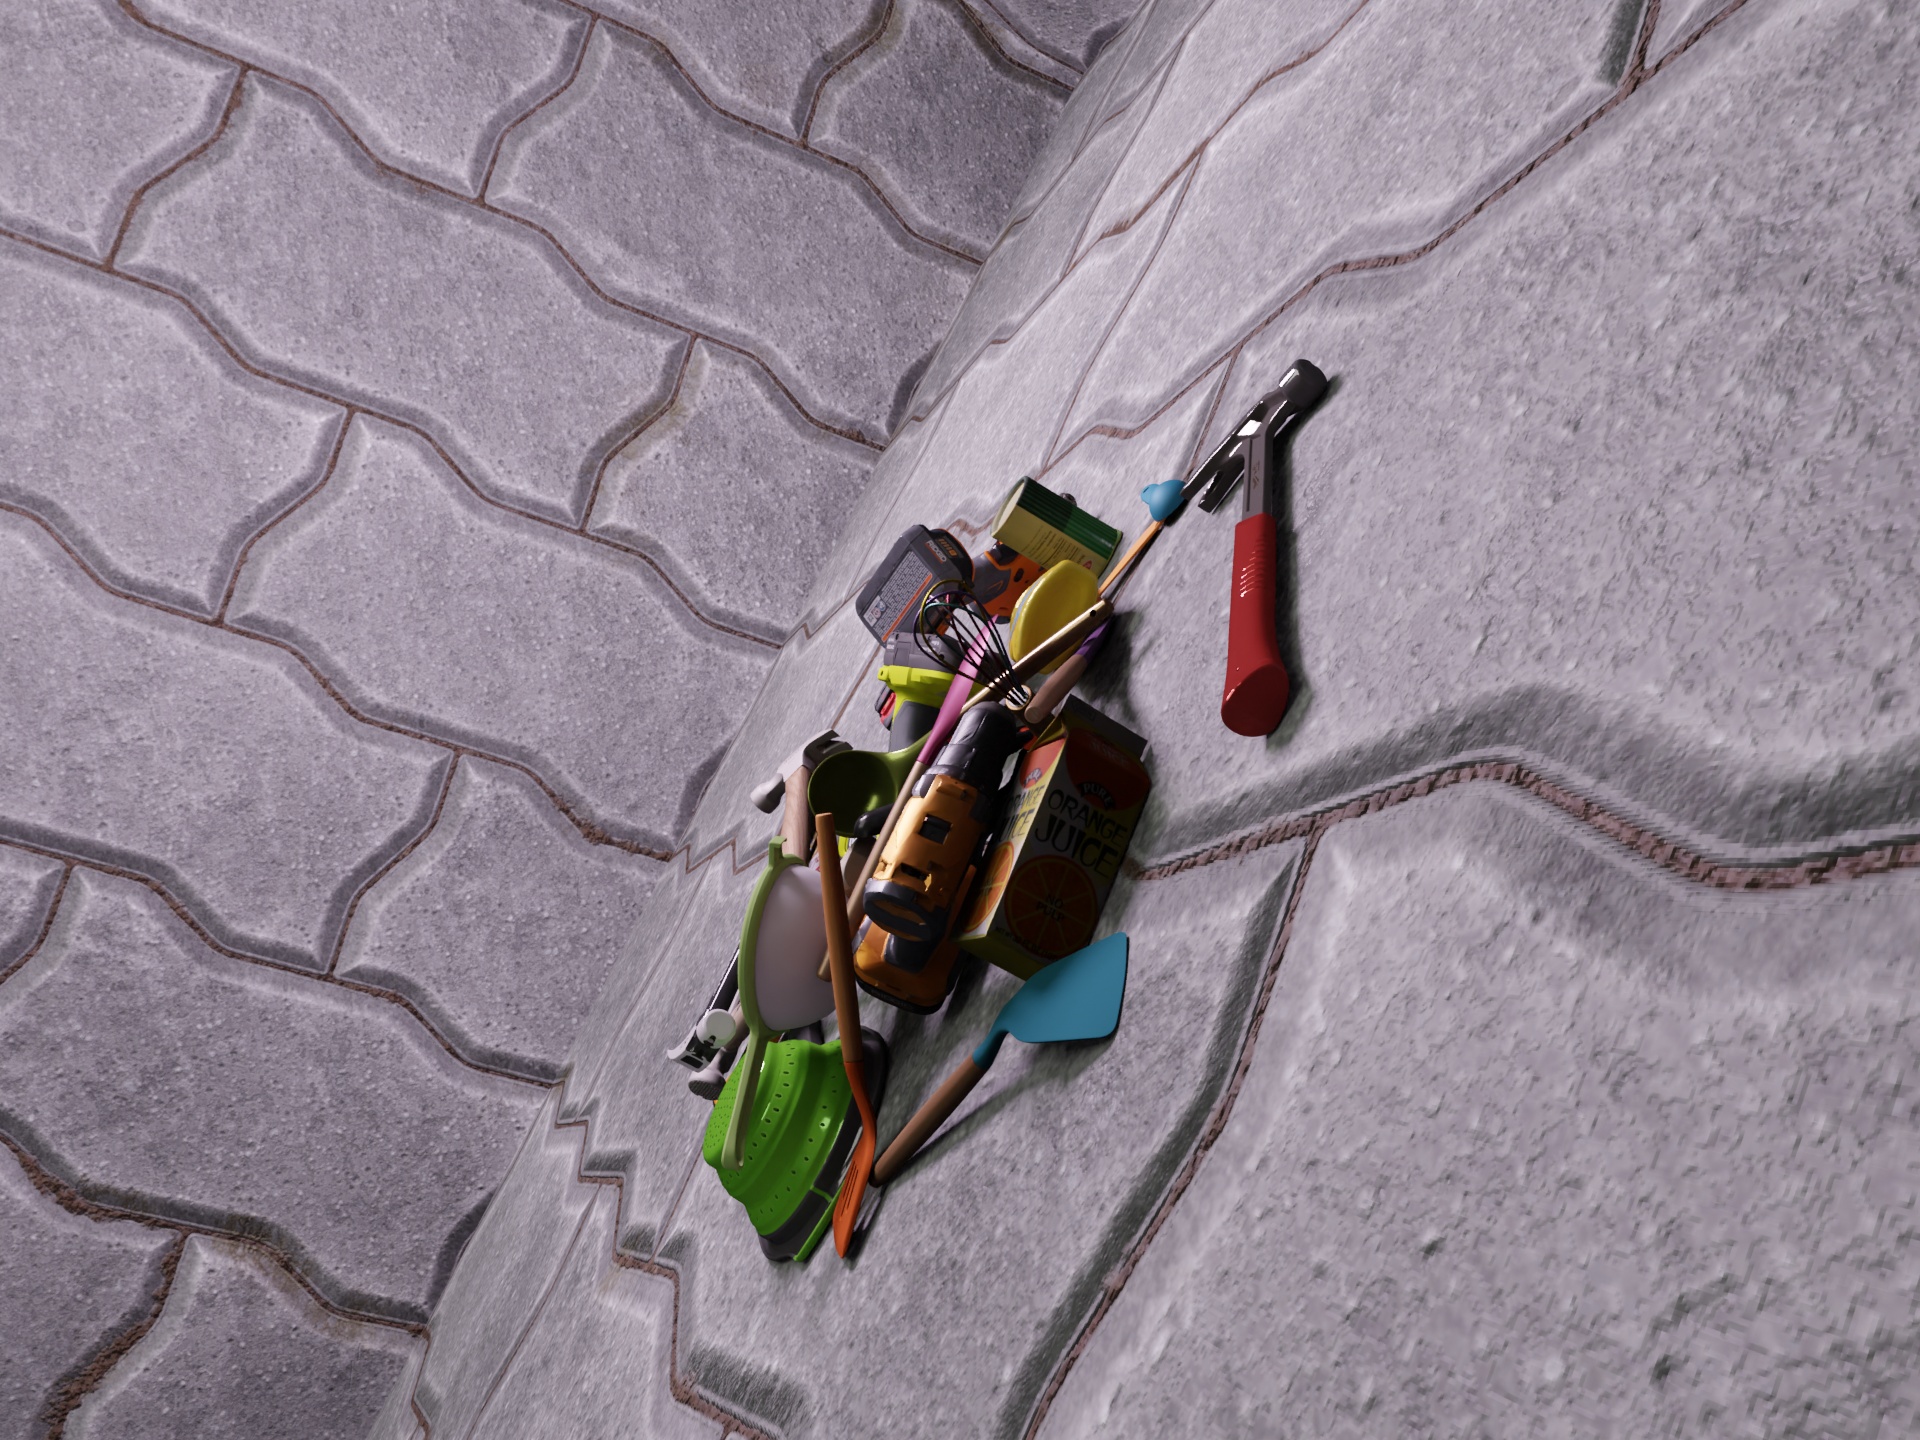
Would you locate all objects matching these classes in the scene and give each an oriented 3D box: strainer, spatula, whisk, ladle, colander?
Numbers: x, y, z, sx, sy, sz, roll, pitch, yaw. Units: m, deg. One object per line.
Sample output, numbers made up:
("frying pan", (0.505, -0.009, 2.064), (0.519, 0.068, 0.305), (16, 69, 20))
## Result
("strainer", (-0.129, 0.230, 1.259), (0.151, 0.069, 0.257), (69, -152, -57))
("spatula", (0.085, -0.037, 1.222), (0.059, 0.018, 0.316), (-57, -4, 18))
("whisk", (0.036, -0.030, 1.170), (0.051, 0.244, 0.047), (-10, 58, 26))
("spatula", (0.013, 0.247, 1.074), (0.317, 0.044, 0.082), (-55, 14, 41))
("ladle", (-0.002, -0.004, 1.316), (0.320, 0.078, 0.062), (-38, -17, 26))
("colander", (-0.164, 0.318, 1.410), (0.204, 0.094, 0.397), (-59, 14, 7))
("spatula", (-0.092, 0.231, 1.187), (0.081, 0.041, 0.322), (173, 90, -80))

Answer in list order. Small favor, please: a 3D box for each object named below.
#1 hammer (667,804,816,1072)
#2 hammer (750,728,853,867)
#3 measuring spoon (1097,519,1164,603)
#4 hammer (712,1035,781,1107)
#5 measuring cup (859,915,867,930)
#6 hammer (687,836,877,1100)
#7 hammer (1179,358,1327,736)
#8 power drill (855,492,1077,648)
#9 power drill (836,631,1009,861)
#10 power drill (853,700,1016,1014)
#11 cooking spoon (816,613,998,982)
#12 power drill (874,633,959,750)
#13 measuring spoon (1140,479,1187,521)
("hammer", (-0.199, 0.197, 1.575), (0.146, 0.035, 0.335), (-49, 15, 52))
("hammer", (-0.157, 0.104, 1.529), (0.130, 0.031, 0.332), (-44, 19, 14))
("measuring spoon", (0.148, -0.137, 1.395), (0.117, 0.011, 0.021), (-51, 12, 23))
("hammer", (-0.162, 0.266, 1.645), (0.337, 0.034, 0.127), (-60, 12, 4))
("measuring cup", (-0.078, 0.204, 1.379), (0.173, 0.052, 0.095), (123, 144, -54))
("hammer", (-0.162, 0.220, 1.523), (0.410, 0.038, 0.146), (-53, 12, 45))
("hammer", (0.197, -0.110, 1.098), (0.149, 0.036, 0.359), (-50, 17, 38))
("power drill", (0.018, -0.152, 1.565), (0.226, 0.084, 0.164), (-20, -24, -49))
("power drill", (-0.030, 0.042, 1.428), (0.191, 0.080, 0.228), (9, 84, 60))
("power drill", (-0.015, 0.104, 1.185), (0.226, 0.084, 0.185), (99, -165, -60))
("cooking spoon", (-0.039, 0.058, 1.253), (0.069, 0.017, 0.319), (135, 160, -82))
("power drill", (-0.016, -0.017, 1.608), (0.143, 0.078, 0.220), (-60, 17, 9))
("measuring spoon", (0.170, -0.202, 1.401), (0.042, 0.021, 0.129), (-47, 14, 6))
